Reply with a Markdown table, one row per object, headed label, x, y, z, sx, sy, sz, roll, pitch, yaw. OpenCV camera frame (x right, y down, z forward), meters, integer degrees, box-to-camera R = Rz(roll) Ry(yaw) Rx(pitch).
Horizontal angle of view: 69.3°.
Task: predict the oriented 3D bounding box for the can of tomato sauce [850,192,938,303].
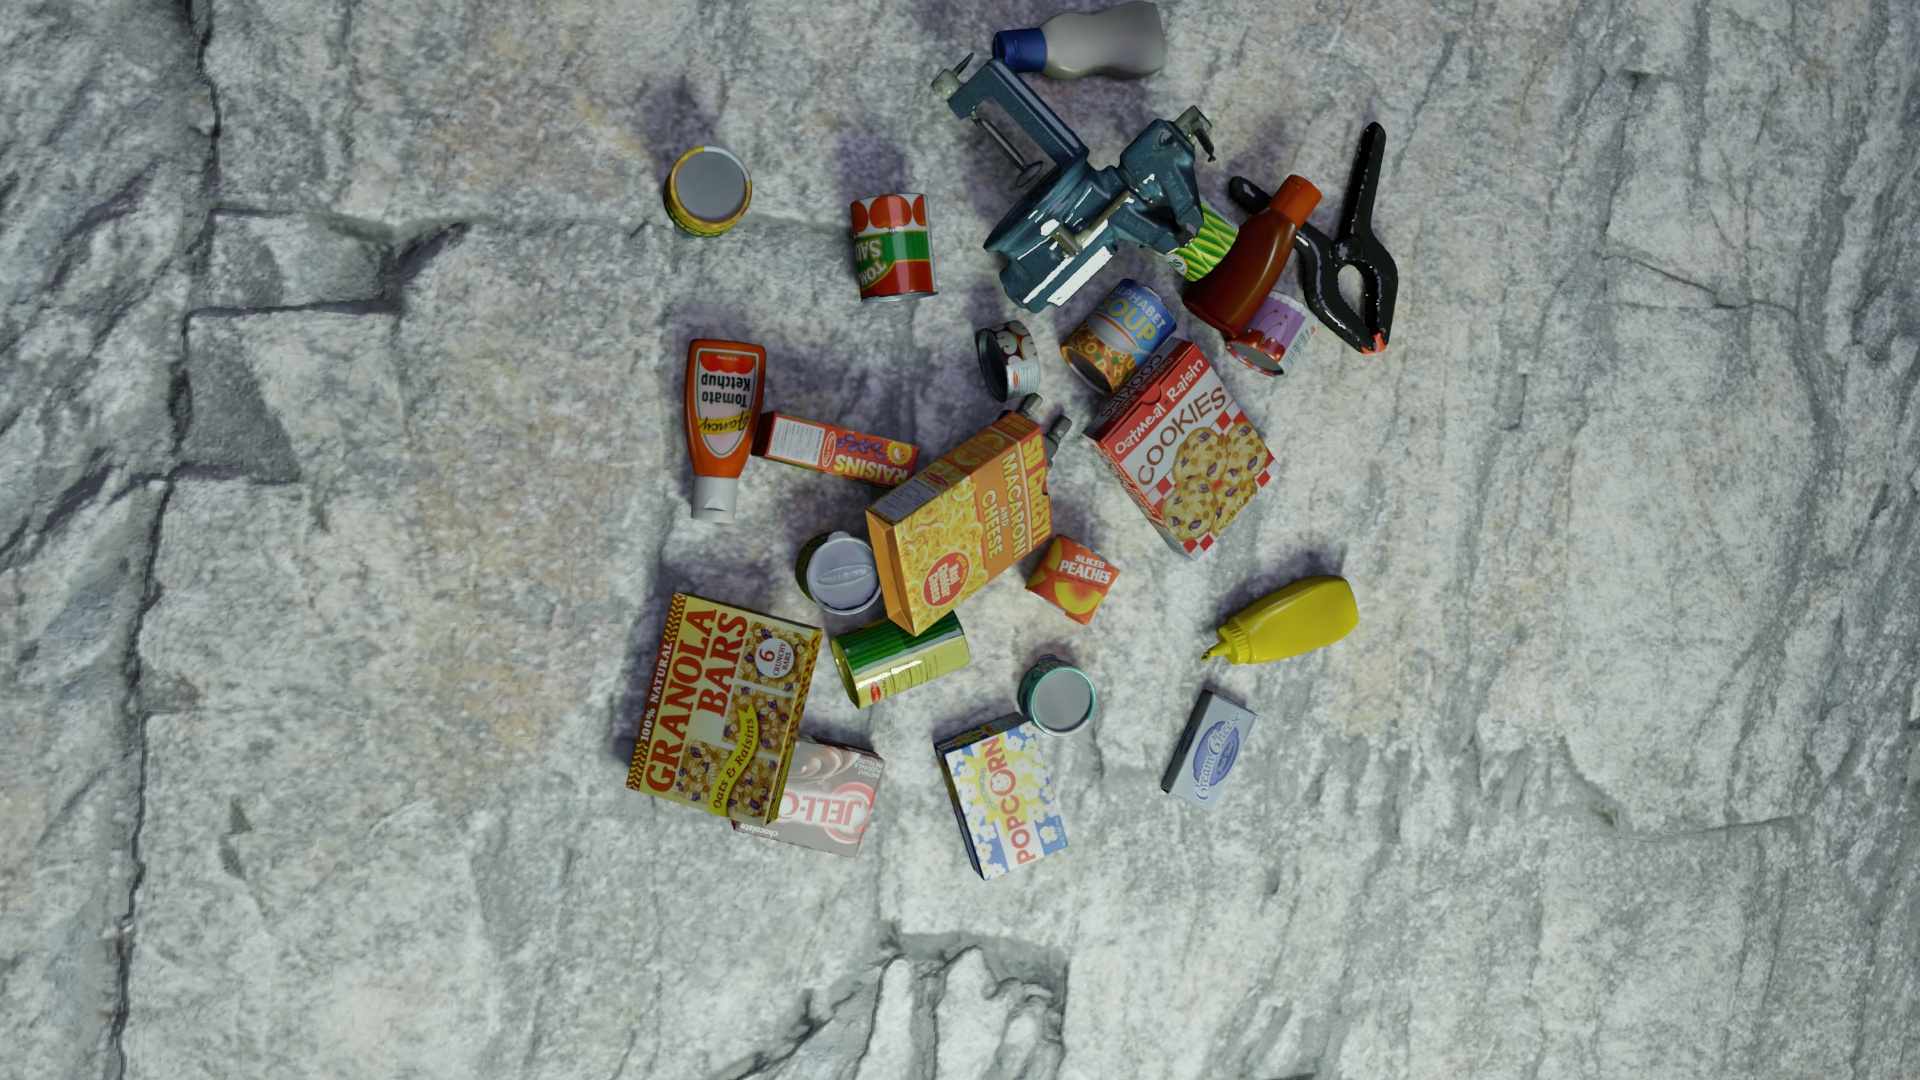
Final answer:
| label | x | y | z | sx | sy | sz | roll | pitch | yaw |
| --- | --- | --- | --- | --- | --- | --- | --- | --- | --- |
| can of tomato sauce | -0.057 | -0.244 | 1.163 | 0.071 | 0.071 | 0.083 | -8 | 96 | -16 |

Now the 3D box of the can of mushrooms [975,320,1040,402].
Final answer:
| label | x | y | z | sx | sy | sz | roll | pitch | yaw |
| --- | --- | --- | --- | --- | --- | --- | --- | --- | --- |
| can of mushrooms | 0.041 | -0.157 | 1.201 | 0.033 | 0.071 | 0.071 | -18 | 99 | -14 |

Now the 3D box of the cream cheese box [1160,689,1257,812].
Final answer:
| label | x | y | z | sx | sy | sz | roll | pitch | yaw |
| --- | --- | --- | --- | --- | --- | --- | --- | --- | --- |
| cream cheese box | 0.234 | 0.198 | 1.306 | 0.053 | 0.024 | 0.104 | 25 | 87 | -17 |

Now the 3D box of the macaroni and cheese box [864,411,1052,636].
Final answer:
| label | x | y | z | sx | sy | sz | roll | pitch | yaw |
| --- | --- | --- | --- | --- | --- | --- | --- | --- | --- |
| macaroni and cheese box | 0.004 | -0.015 | 1.162 | 0.167 | 0.040 | 0.123 | -35 | 137 | -27 |

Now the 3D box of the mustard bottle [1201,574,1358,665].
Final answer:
| label | x | y | z | sx | sy | sz | roll | pitch | yaw |
| --- | --- | --- | --- | --- | --- | --- | --- | --- | --- |
| mustard bottle | 0.293 | 0.081 | 1.303 | 0.160 | 0.049 | 0.065 | -19 | 99 | -14 |

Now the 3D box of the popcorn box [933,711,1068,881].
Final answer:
| label | x | y | z | sx | sy | sz | roll | pitch | yaw |
| --- | --- | --- | --- | --- | --- | --- | --- | --- | --- |
| popcorn box | 0.037 | 0.229 | 1.241 | 0.085 | 0.038 | 0.126 | -19 | 99 | -14 |

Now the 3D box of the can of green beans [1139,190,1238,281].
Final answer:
| label | x | y | z | sx | sy | sz | roll | pitch | yaw |
| --- | --- | --- | --- | --- | --- | --- | --- | --- | --- |
| can of green beans | 0.205 | -0.274 | 1.241 | 0.058 | 0.071 | 0.071 | 36 | 84 | -17 |

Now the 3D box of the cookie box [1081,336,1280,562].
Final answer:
| label | x | y | z | sx | sy | sz | roll | pitch | yaw |
| --- | --- | --- | --- | --- | --- | --- | --- | --- | --- |
| cookie box | 0.200 | -0.080 | 1.242 | 0.123 | 0.040 | 0.167 | -47 | 122 | -8 |

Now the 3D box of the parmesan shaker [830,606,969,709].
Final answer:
| label | x | y | z | sx | sy | sz | roll | pitch | yaw |
| --- | --- | --- | --- | --- | --- | --- | --- | --- | --- |
| parmesan shaker | -0.052 | 0.097 | 1.193 | 0.103 | 0.071 | 0.071 | -21 | 100 | -15 |

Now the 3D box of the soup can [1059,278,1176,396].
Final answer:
| label | x | y | z | sx | sy | sz | roll | pitch | yaw |
| --- | --- | --- | --- | --- | --- | --- | --- | --- | --- |
| soup can | 0.139 | -0.180 | 1.225 | 0.071 | 0.071 | 0.084 | 45 | 82 | -15 |

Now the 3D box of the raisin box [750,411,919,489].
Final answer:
| label | x | y | z | sx | sy | sz | roll | pitch | yaw |
| --- | --- | --- | --- | --- | --- | --- | --- | --- | --- |
| raisin box | -0.105 | -0.073 | 1.151 | 0.123 | 0.086 | 0.040 | 12 | 89 | -17 |

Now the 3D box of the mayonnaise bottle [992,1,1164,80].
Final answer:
| label | x | y | z | sx | sy | sz | roll | pitch | yaw |
| --- | --- | --- | --- | --- | --- | --- | --- | --- | --- |
| mayonnaise bottle | 0.103 | -0.432 | 1.212 | 0.148 | 0.041 | 0.064 | -10 | 95 | -15 |

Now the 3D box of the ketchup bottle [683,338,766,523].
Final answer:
| label | x | y | z | sx | sy | sz | roll | pitch | yaw |
| --- | --- | --- | --- | --- | --- | --- | --- | --- | --- |
| ketchup bottle | -0.198 | -0.090 | 1.144 | 0.065 | 0.043 | 0.148 | 5 | 93 | -13 |

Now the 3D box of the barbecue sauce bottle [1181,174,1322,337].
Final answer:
| label | x | y | z | sx | sy | sz | roll | pitch | yaw |
| --- | --- | --- | --- | --- | --- | --- | --- | --- | --- |
| barbecue sauce bottle | 0.266 | -0.258 | 1.247 | 0.148 | 0.065 | 0.043 | -54 | 145 | 3 |

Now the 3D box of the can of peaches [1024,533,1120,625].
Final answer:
| label | x | y | z | sx | sy | sz | roll | pitch | yaw |
| --- | --- | --- | --- | --- | --- | --- | --- | --- | --- |
| can of peaches | 0.099 | 0.035 | 1.229 | 0.071 | 0.071 | 0.058 | 33 | 86 | -16 |

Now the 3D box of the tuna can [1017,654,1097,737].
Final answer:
| label | x | y | z | sx | sy | sz | roll | pitch | yaw |
| --- | --- | --- | --- | --- | --- | --- | --- | --- | --- |
| tuna can | 0.088 | 0.140 | 1.253 | 0.071 | 0.033 | 0.071 | -2 | 95 | -17 |

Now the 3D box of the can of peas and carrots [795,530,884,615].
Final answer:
| label | x | y | z | sx | sy | sz | roll | pitch | yaw |
| --- | --- | --- | --- | --- | --- | --- | --- | --- | --- |
| can of peas and carrots | -0.103 | 0.025 | 1.173 | 0.071 | 0.059 | 0.071 | -1 | 94 | -17 |

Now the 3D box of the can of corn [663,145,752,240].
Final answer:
| label | x | y | z | sx | sy | sz | roll | pitch | yaw |
| --- | --- | --- | --- | --- | --- | --- | --- | --- | --- |
| can of corn | -0.205 | -0.279 | 1.120 | 0.071 | 0.058 | 0.071 | -1 | 94 | -17 |

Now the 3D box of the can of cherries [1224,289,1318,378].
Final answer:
| label | x | y | z | sx | sy | sz | roll | pitch | yaw |
| --- | --- | --- | --- | --- | --- | --- | --- | --- | --- |
| can of cherries | 0.282 | -0.190 | 1.272 | 0.071 | 0.071 | 0.058 | 31 | 86 | -17 |

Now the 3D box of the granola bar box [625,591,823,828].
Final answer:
| label | x | y | z | sx | sy | sz | roll | pitch | yaw |
| --- | --- | --- | --- | --- | --- | --- | --- | --- | --- |
| granola bar box | -0.193 | 0.137 | 1.141 | 0.124 | 0.039 | 0.165 | 14 | 90 | 9 |
